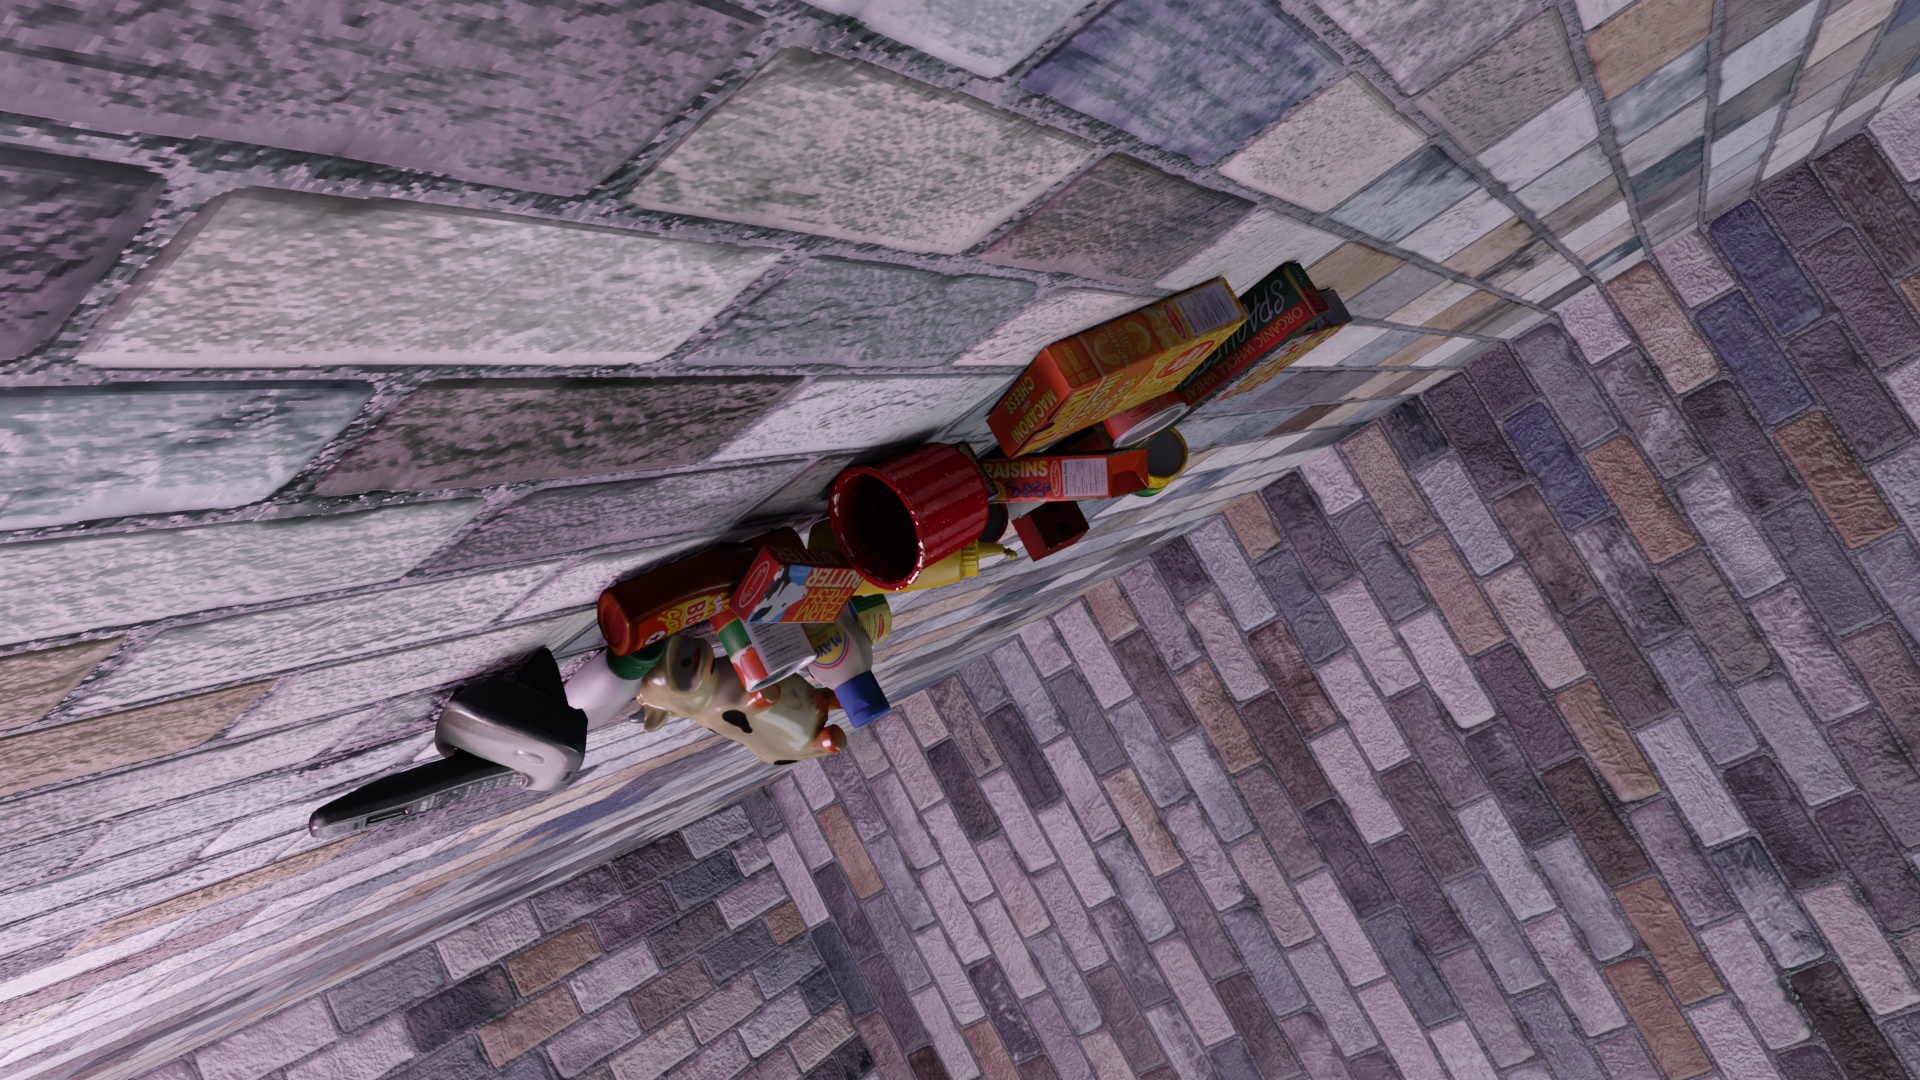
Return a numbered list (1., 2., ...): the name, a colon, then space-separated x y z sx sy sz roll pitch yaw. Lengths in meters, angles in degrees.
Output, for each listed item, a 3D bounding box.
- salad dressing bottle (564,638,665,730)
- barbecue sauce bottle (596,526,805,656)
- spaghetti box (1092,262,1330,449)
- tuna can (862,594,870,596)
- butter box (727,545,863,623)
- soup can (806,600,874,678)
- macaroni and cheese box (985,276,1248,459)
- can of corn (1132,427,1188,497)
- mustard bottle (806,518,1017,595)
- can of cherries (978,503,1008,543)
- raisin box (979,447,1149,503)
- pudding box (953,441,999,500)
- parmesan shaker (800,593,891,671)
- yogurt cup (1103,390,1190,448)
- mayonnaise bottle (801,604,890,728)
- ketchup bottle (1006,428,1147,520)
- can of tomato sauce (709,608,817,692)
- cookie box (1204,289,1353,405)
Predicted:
1. salad dressing bottle: -0.278 0.108 1.114 0.064 0.044 0.147 -19 166 -40
2. barbecue sauce bottle: -0.179 0.031 0.977 0.149 0.044 0.064 -24 164 -33
3. spaghetti box: 0.205 -0.146 1.174 0.029 0.050 0.249 -23 170 -44
4. tuna can: -0.071 0.023 1.330 0.071 0.033 0.071 -28 172 -4
5. butter box: -0.114 0.033 0.992 0.103 0.024 0.053 5 123 -57
6. soup can: -0.129 0.078 1.287 0.071 0.084 0.071 -28 171 -4
7. macaroni and cheese box: 0.114 -0.126 1.026 0.167 0.040 0.123 -25 170 -27
8. can of corn: 0.203 -0.086 1.466 0.071 0.071 0.058 -26 171 -18
9. mustard bottle: -0.036 0.009 1.069 0.160 0.048 0.065 -3 -149 0
10. can of cherries: 0.004 -0.015 1.233 0.072 0.071 0.058 -24 169 -29
11. raisin box: 0.088 -0.056 1.187 0.123 0.040 0.086 0 -172 29
12. pudding box: -0.016 -0.036 1.100 0.083 0.049 0.030 -35 173 38
13. parmesan shaker: -0.128 0.084 1.405 0.103 0.071 0.071 -19 167 -46
14. yogurt cup: 0.143 -0.115 1.140 0.072 0.054 0.072 -28 171 -5
15. mayonnaise bottle: -0.109 0.087 1.182 0.064 0.148 0.041 -31 171 12
16. ketchup bottle: 0.104 -0.069 1.321 0.149 0.043 0.064 -29 171 2
17. can of tomato sauce: -0.166 0.074 1.144 0.071 0.083 0.071 -28 171 -5
18. cookie box: 0.264 -0.170 1.258 0.168 0.040 0.122 -20 168 -47
